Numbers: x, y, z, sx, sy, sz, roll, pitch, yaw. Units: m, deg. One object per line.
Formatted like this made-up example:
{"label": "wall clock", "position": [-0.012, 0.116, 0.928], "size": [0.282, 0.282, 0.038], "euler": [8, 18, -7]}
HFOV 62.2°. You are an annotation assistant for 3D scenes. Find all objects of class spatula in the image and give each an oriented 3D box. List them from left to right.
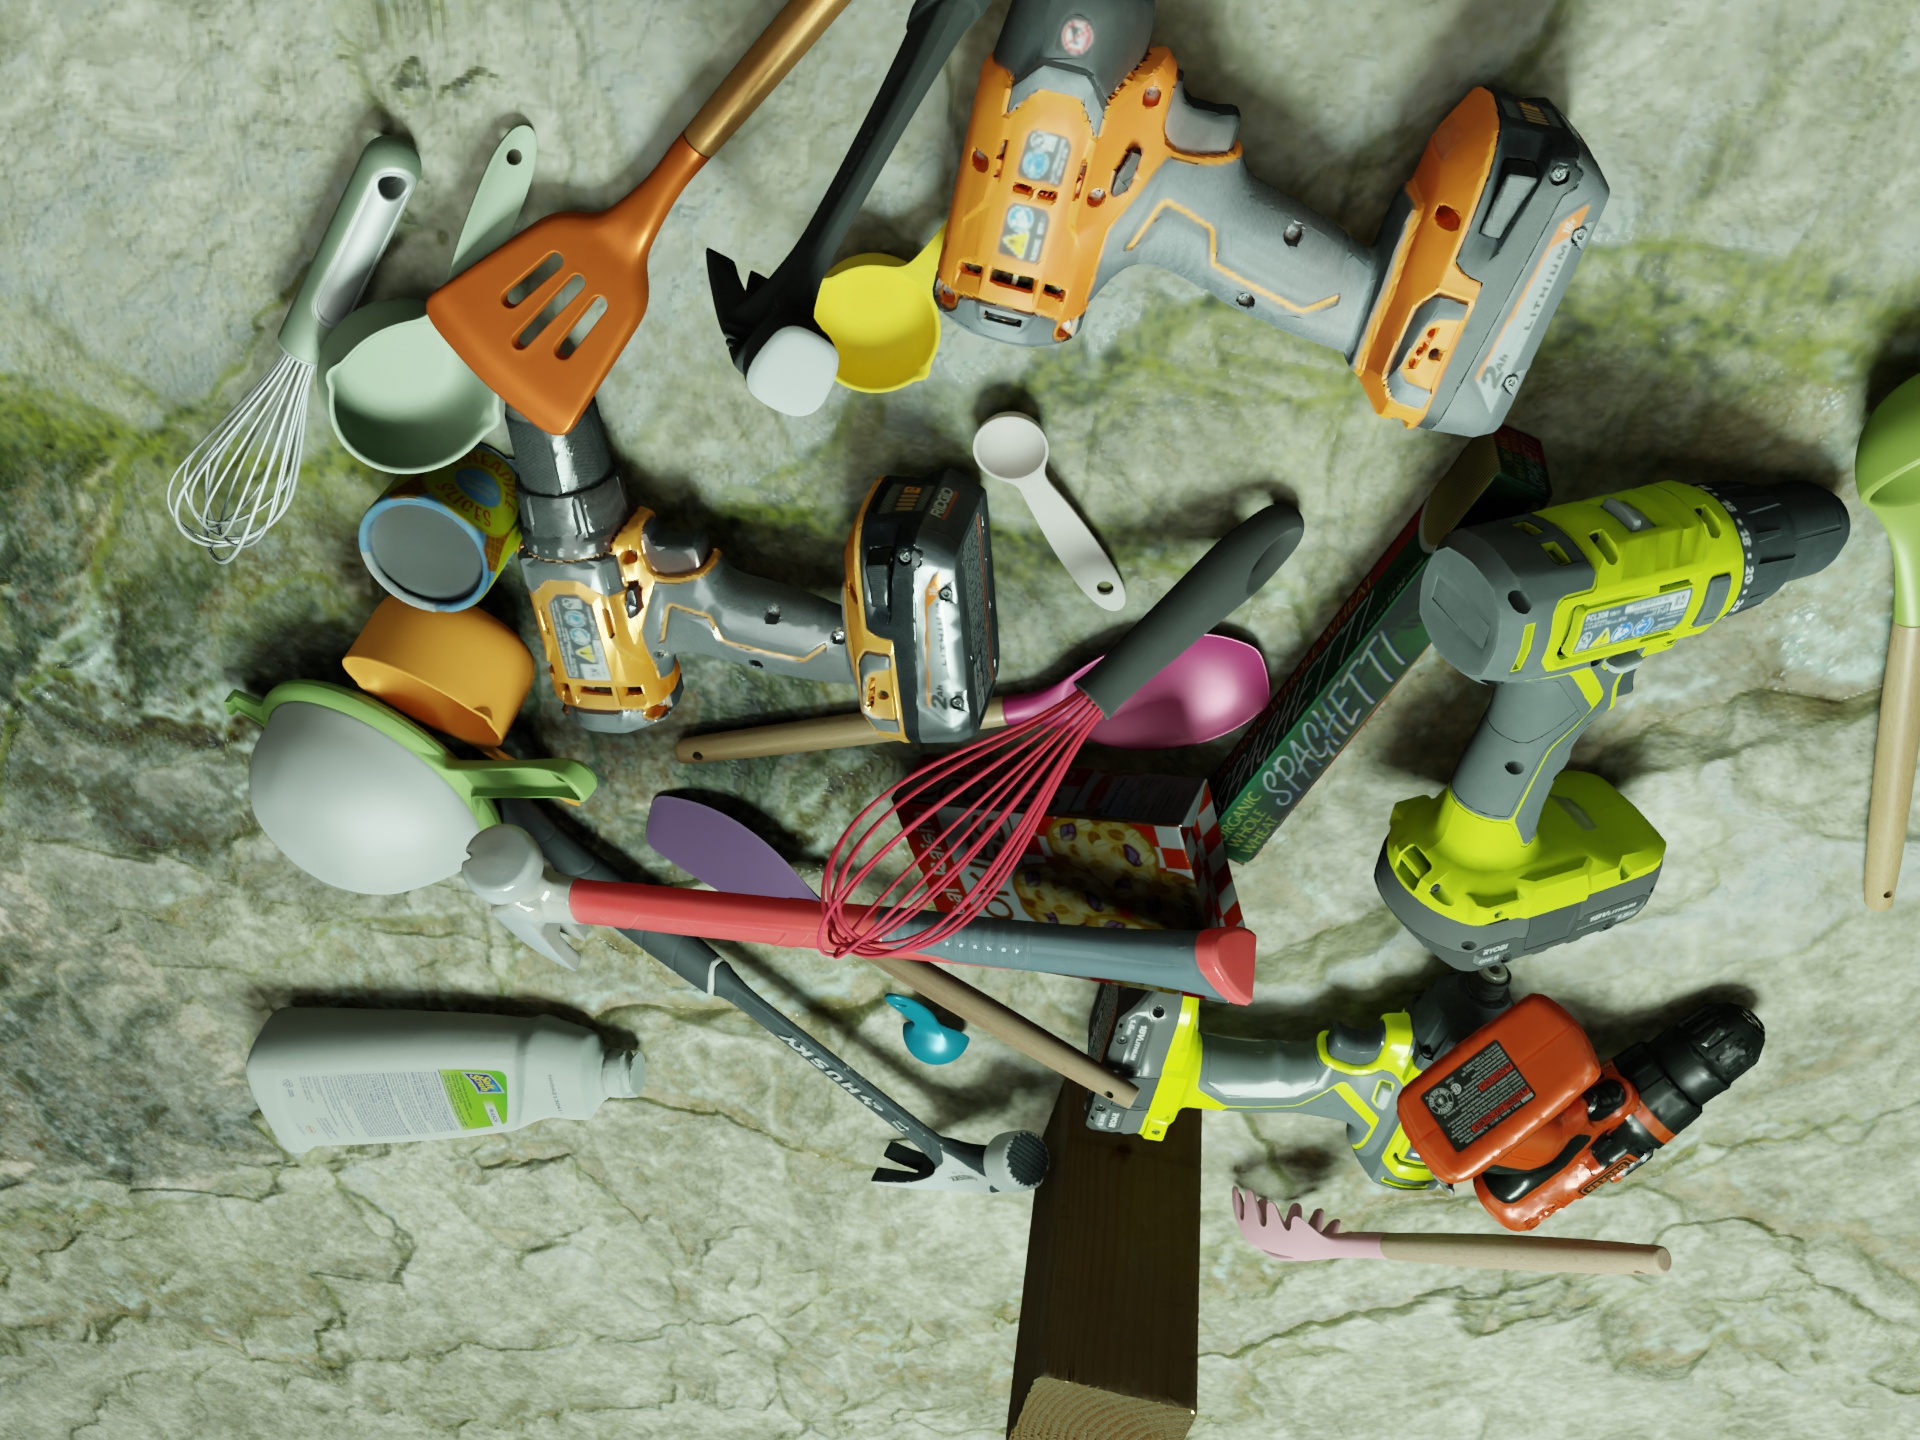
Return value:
{"label": "spatula", "position": [-0.092, -0.244, 0.630], "size": [0.081, 0.041, 0.322], "euler": [45, 120, -12]}
{"label": "spatula", "position": [-0.042, 0.128, 0.883], "size": [0.316, 0.018, 0.059], "euler": [29, 131, 9]}

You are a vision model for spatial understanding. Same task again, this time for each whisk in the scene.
{"label": "whisk", "position": [-0.306, -0.166, 0.735], "size": [0.057, 0.059, 0.246], "euler": [5, 137, -45]}
{"label": "whisk", "position": [0.045, 0.004, 0.724], "size": [0.296, 0.073, 0.073], "euler": [-43, 115, -1]}

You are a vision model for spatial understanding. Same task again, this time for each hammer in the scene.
{"label": "hammer", "position": [-0.134, 0.165, 0.955], "size": [0.408, 0.036, 0.149], "euler": [42, 144, -16]}
{"label": "hammer", "position": [-0.047, 0.111, 0.809], "size": [0.386, 0.038, 0.143], "euler": [5, 155, 9]}
{"label": "hammer", "position": [0.007, -0.271, 0.554], "size": [0.034, 0.127, 0.336], "euler": [22, 114, -29]}

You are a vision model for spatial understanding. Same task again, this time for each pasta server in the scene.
{"label": "pasta server", "position": [0.264, 0.292, 0.906], "size": [0.060, 0.040, 0.316], "euler": [21, 156, -24]}

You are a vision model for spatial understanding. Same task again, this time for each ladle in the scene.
{"label": "ladle", "position": [0.430, -0.019, 0.710], "size": [0.078, 0.062, 0.319], "euler": [-19, 127, 1]}

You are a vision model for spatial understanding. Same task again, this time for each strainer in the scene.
{"label": "strainer", "position": [-0.290, 0.050, 0.834], "size": [0.256, 0.069, 0.151], "euler": [-2, 134, 39]}

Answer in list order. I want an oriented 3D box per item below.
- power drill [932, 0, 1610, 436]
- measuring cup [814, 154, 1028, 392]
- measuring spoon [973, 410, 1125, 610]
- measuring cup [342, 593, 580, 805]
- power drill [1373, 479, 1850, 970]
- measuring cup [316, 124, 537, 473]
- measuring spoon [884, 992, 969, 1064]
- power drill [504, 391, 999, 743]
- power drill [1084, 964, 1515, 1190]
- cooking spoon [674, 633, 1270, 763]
{"label": "power drill", "position": [0.114, -0.205, 0.596], "size": [0.226, 0.084, 0.164], "euler": [13, 127, -2]}
{"label": "measuring cup", "position": [-0.003, -0.204, 0.667], "size": [0.062, 0.029, 0.156], "euler": [38, 113, -24]}
{"label": "measuring spoon", "position": [0.046, -0.098, 0.746], "size": [0.034, 0.018, 0.124], "euler": [-20, 128, 24]}
{"label": "measuring cup", "position": [-0.245, -0.011, 0.845], "size": [0.095, 0.052, 0.173], "euler": [11, 158, 31]}
{"label": "power drill", "position": [0.284, -0.004, 0.711], "size": [0.190, 0.080, 0.228], "euler": [-13, 133, -17]}
{"label": "measuring cup", "position": [-0.230, -0.190, 0.705], "size": [0.083, 0.038, 0.167], "euler": [10, 118, -46]}
{"label": "measuring spoon", "position": [-0.026, 0.183, 0.934], "size": [0.042, 0.021, 0.128], "euler": [7, 160, 15]}
{"label": "power drill", "position": [-0.103, -0.076, 0.749], "size": [0.226, 0.084, 0.185], "euler": [4, 127, 13]}
{"label": "power drill", "position": [0.192, 0.184, 0.902], "size": [0.223, 0.080, 0.171], "euler": [9, 129, -2]}
{"label": "cooking spoon", "position": [-0.001, -0.003, 0.824], "size": [0.319, 0.017, 0.068], "euler": [-7, 125, 15]}
